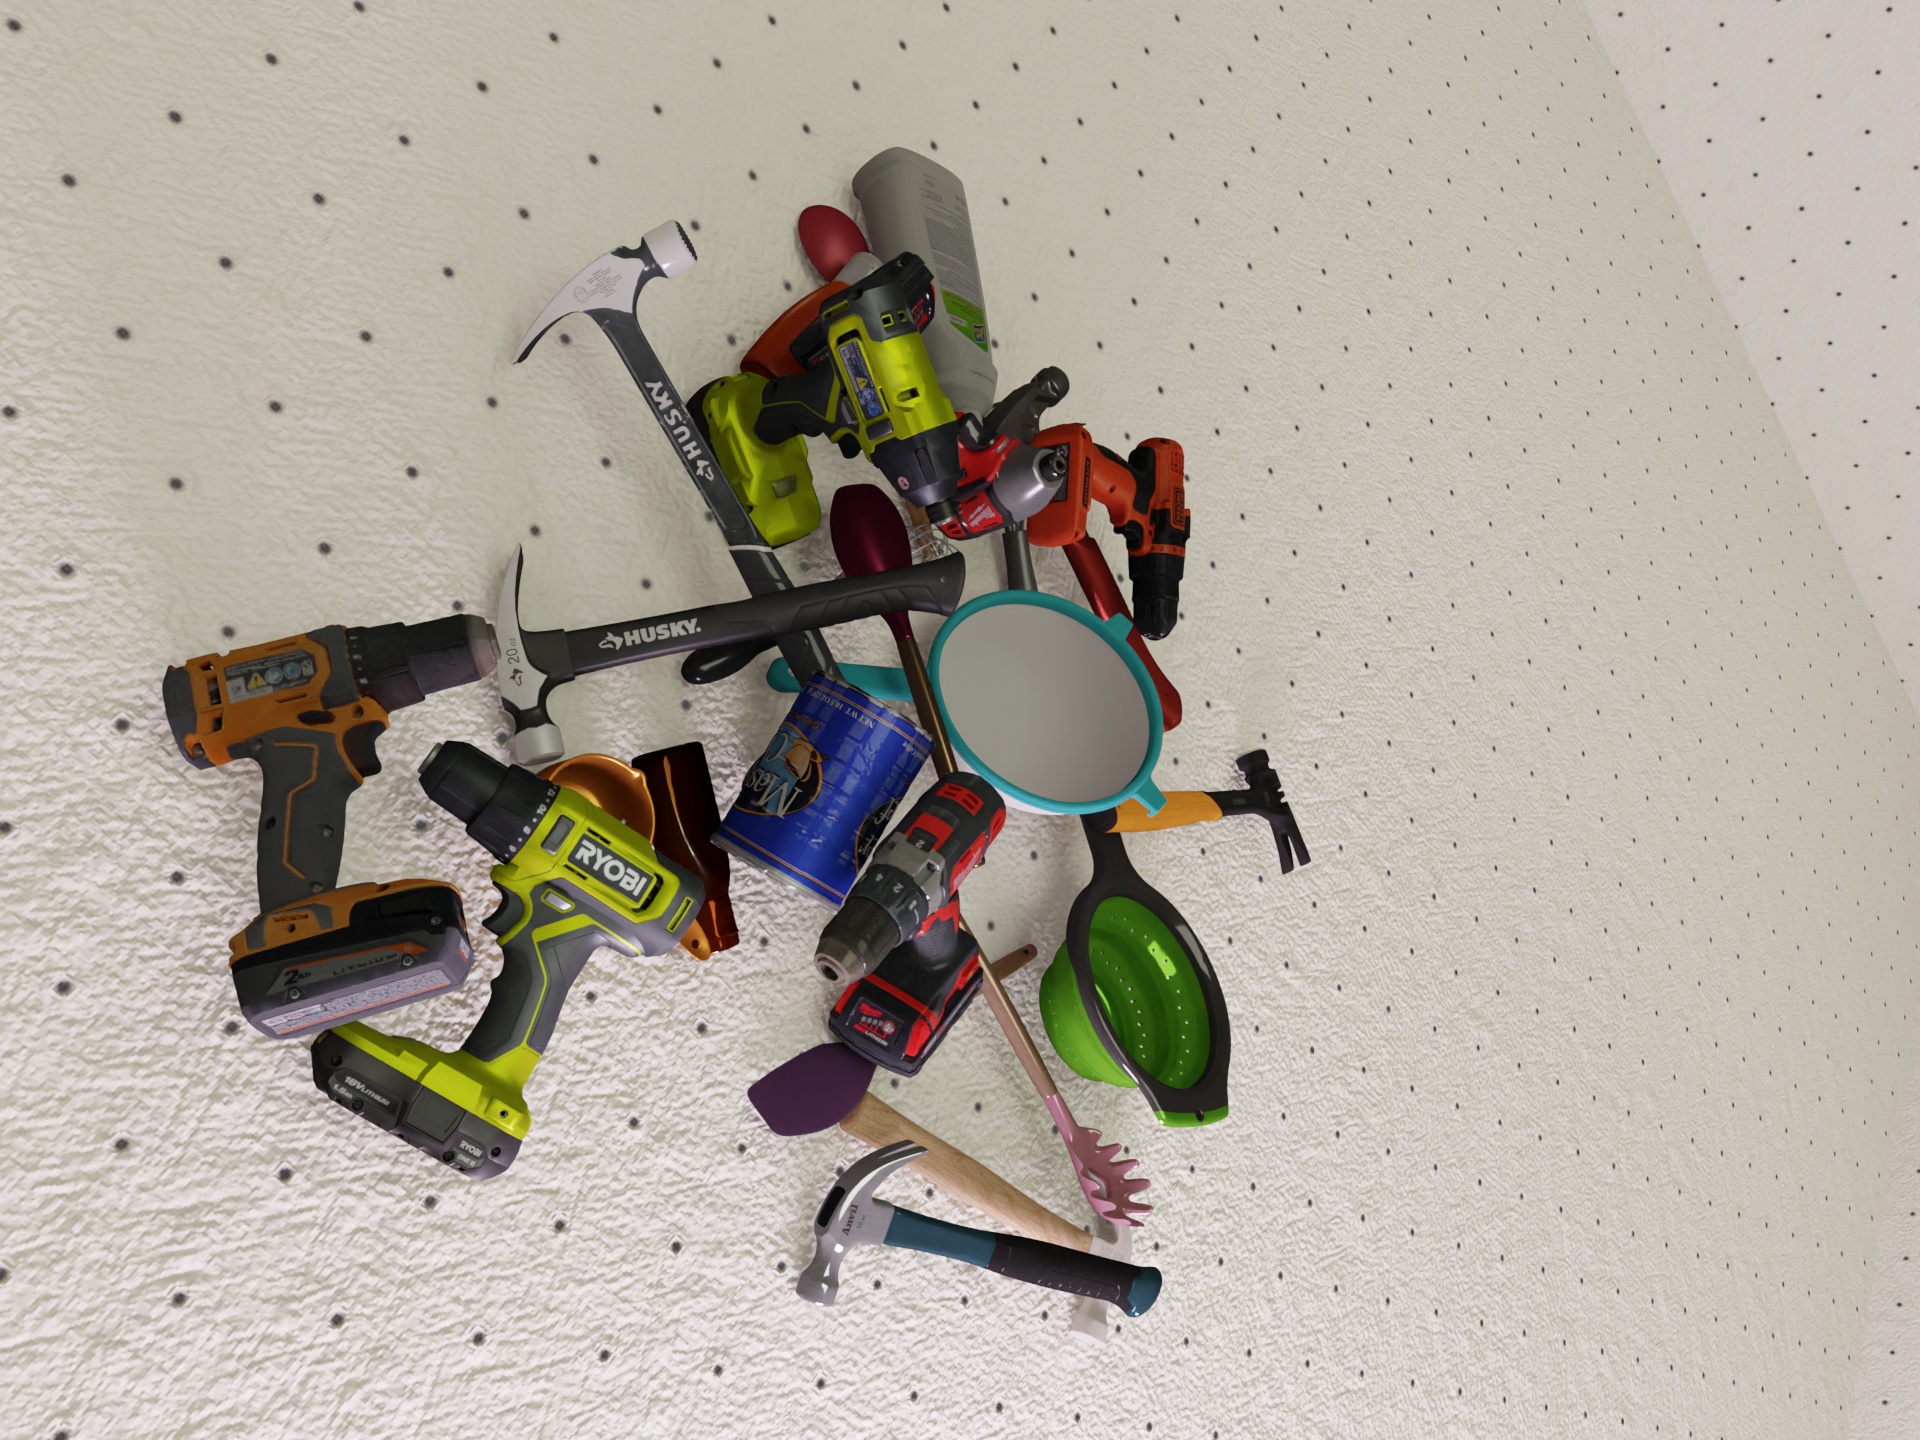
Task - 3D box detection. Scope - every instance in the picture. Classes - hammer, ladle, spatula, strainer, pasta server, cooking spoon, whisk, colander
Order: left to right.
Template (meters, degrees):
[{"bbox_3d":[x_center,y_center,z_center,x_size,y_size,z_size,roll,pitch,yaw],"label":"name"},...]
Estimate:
[{"bbox_3d":[-0.167,-0.139,1.148,0.408,0.149,0.036,61,6,-14],"label":"hammer"},{"bbox_3d":[-0.155,-0.075,1.107,0.334,0.035,0.146,-13,82,-14],"label":"hammer"},{"bbox_3d":[-0.105,-0.090,1.251,0.284,0.070,0.070,-31,103,-38],"label":"whisk"},{"bbox_3d":[-0.069,-0.285,1.344,0.069,0.031,0.315,-22,98,-43],"label":"ladle"},{"bbox_3d":[-0.039,0.244,1.260,0.316,0.018,0.060,-24,66,-45],"label":"spatula"},{"bbox_3d":[-0.035,-0.039,1.232,0.068,0.017,0.319,-12,78,-31],"label":"cooking spoon"},{"bbox_3d":[-0.002,-0.004,1.313,0.340,0.095,0.211,5,58,-21],"label":"strainer"},{"bbox_3d":[0.028,0.383,1.290,0.331,0.031,0.130,40,57,-30],"label":"hammer"},{"bbox_3d":[0.030,0.418,1.246,0.330,0.033,0.128,25,79,-31],"label":"hammer"},{"bbox_3d":[0.052,-0.166,1.418,0.055,0.055,0.239,-9,92,-44],"label":"whisk"},{"bbox_3d":[0.067,0.282,1.308,0.316,0.040,0.060,62,33,-8],"label":"pasta server"},{"bbox_3d":[0.115,-0.129,1.431,0.149,0.037,0.358,-51,125,-36],"label":"hammer"},{"bbox_3d":[0.114,0.170,1.388,0.204,0.094,0.397,12,56,-49],"label":"colander"},{"bbox_3d":[0.220,0.088,1.473,0.336,0.034,0.127,1,64,-52],"label":"hammer"}]

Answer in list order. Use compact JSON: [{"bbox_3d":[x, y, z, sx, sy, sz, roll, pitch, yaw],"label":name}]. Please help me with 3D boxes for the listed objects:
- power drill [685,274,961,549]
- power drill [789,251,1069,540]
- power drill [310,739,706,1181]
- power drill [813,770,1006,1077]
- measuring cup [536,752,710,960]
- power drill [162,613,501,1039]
[{"bbox_3d":[-0.097,-0.205,1.162,0.080,0.223,0.171,-29,101,-42],"label":"power drill"},{"bbox_3d":[-0.015,-0.241,1.228,0.219,0.143,0.078,49,58,-20],"label":"power drill"},{"bbox_3d":[-0.291,0.142,0.973,0.190,0.080,0.228,36,70,-16],"label":"power drill"},{"bbox_3d":[-0.043,0.163,1.146,0.188,0.080,0.226,-48,158,-38],"label":"power drill"},{"bbox_3d":[-0.236,0.101,1.091,0.173,0.052,0.095,56,50,-21],"label":"measuring cup"},{"bbox_3d":[-0.339,0.047,0.908,0.185,0.084,0.226,-16,70,-13],"label":"power drill"}]
